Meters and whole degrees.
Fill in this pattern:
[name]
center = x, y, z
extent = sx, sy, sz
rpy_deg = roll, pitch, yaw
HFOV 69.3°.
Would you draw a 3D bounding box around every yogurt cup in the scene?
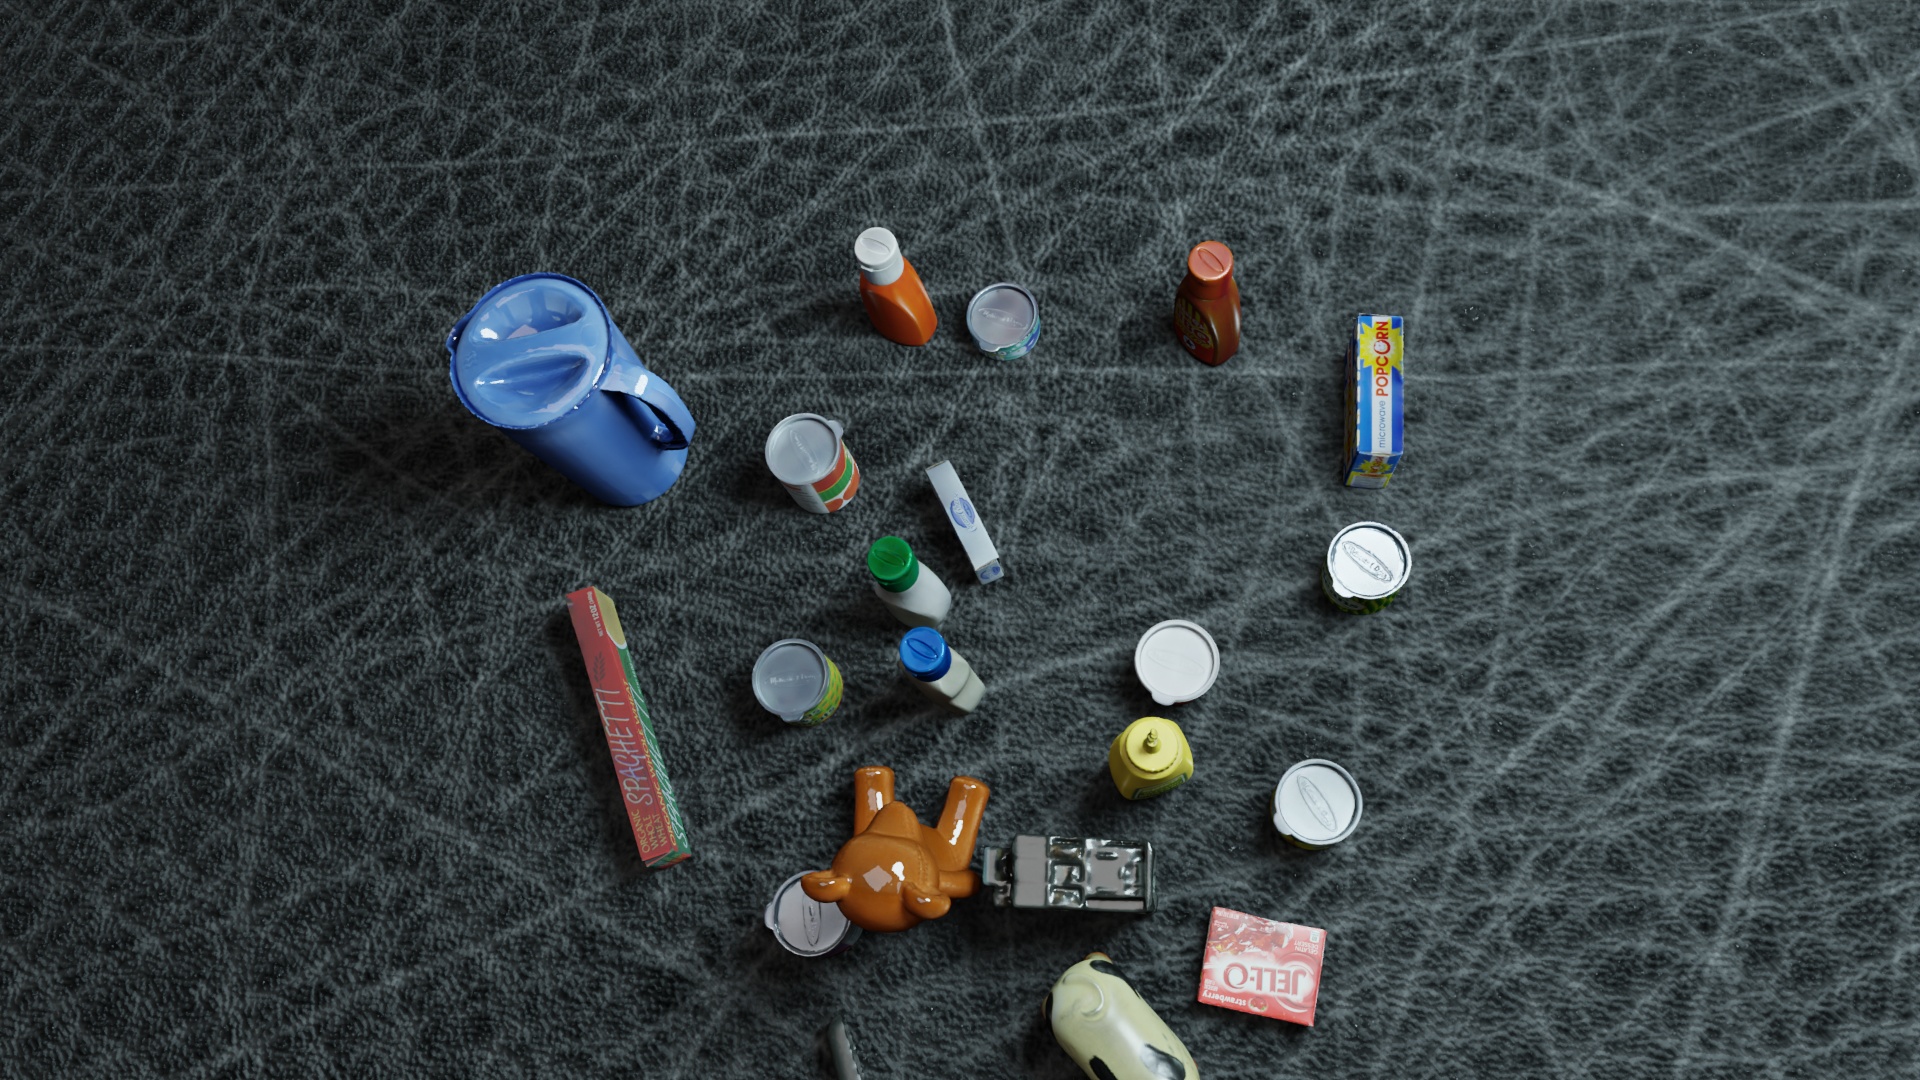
[yogurt cup]
center = 0.178, 0.104, 1.146
extent = 0.072, 0.054, 0.072
rpy_deg = -2, 72, 7

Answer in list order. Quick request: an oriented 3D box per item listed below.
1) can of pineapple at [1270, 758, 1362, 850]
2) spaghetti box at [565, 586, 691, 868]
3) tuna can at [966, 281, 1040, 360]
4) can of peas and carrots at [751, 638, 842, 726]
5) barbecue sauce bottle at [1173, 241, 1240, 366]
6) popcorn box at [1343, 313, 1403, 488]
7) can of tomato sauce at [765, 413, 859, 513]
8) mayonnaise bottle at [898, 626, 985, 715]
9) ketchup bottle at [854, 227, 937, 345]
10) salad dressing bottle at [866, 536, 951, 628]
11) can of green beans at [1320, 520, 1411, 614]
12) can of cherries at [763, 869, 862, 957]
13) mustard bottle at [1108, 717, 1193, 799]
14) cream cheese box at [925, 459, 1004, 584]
[can of pineapple]
center = 0.278, 0.209, 1.096
extent = 0.071, 0.057, 0.071
rpy_deg = -2, 72, 7
[spaghetti box]
center = -0.287, 0.159, 1.195
extent = 0.029, 0.050, 0.250
rpy_deg = -22, 71, 1
[tuna can]
center = 0.039, -0.198, 1.274
extent = 0.071, 0.032, 0.071
rpy_deg = -2, 72, 7
[can of peas and carrots]
center = -0.137, 0.124, 1.181
extent = 0.071, 0.058, 0.071
rpy_deg = -2, 72, 7
[barbecue sauce bottle]
center = 0.212, -0.205, 1.191
extent = 0.044, 0.148, 0.065
rpy_deg = -40, 72, -5
[popcorn box]
center = 0.349, -0.117, 1.177
extent = 0.038, 0.085, 0.127
rpy_deg = 3, 73, 9
[can of tomato sauce]
center = -0.128, -0.068, 1.229
extent = 0.071, 0.083, 0.071
rpy_deg = -2, 72, 7
[mayonnaise bottle]
center = -0.019, 0.104, 1.124
extent = 0.065, 0.147, 0.041
rpy_deg = 30, 79, 16
[ketchup bottle]
center = -0.062, -0.225, 1.235
extent = 0.065, 0.148, 0.043
rpy_deg = 25, 78, 15
[salad dressing bottle]
center = -0.045, 0.035, 1.150
extent = 0.064, 0.147, 0.044
rpy_deg = 22, 77, 14
[can of green beans]
center = 0.334, 0.024, 1.148
extent = 0.071, 0.057, 0.071
rpy_deg = -2, 72, 7
[can of cherries]
center = -0.117, 0.302, 1.122
extent = 0.071, 0.058, 0.071
rpy_deg = -2, 72, 7
[mustard bottle]
center = 0.147, 0.166, 1.074
extent = 0.065, 0.160, 0.049
rpy_deg = -20, 71, 2
[cream cheese box]
center = 0.004, -0.015, 1.209
extent = 0.024, 0.053, 0.104
rpy_deg = -27, 71, -1
